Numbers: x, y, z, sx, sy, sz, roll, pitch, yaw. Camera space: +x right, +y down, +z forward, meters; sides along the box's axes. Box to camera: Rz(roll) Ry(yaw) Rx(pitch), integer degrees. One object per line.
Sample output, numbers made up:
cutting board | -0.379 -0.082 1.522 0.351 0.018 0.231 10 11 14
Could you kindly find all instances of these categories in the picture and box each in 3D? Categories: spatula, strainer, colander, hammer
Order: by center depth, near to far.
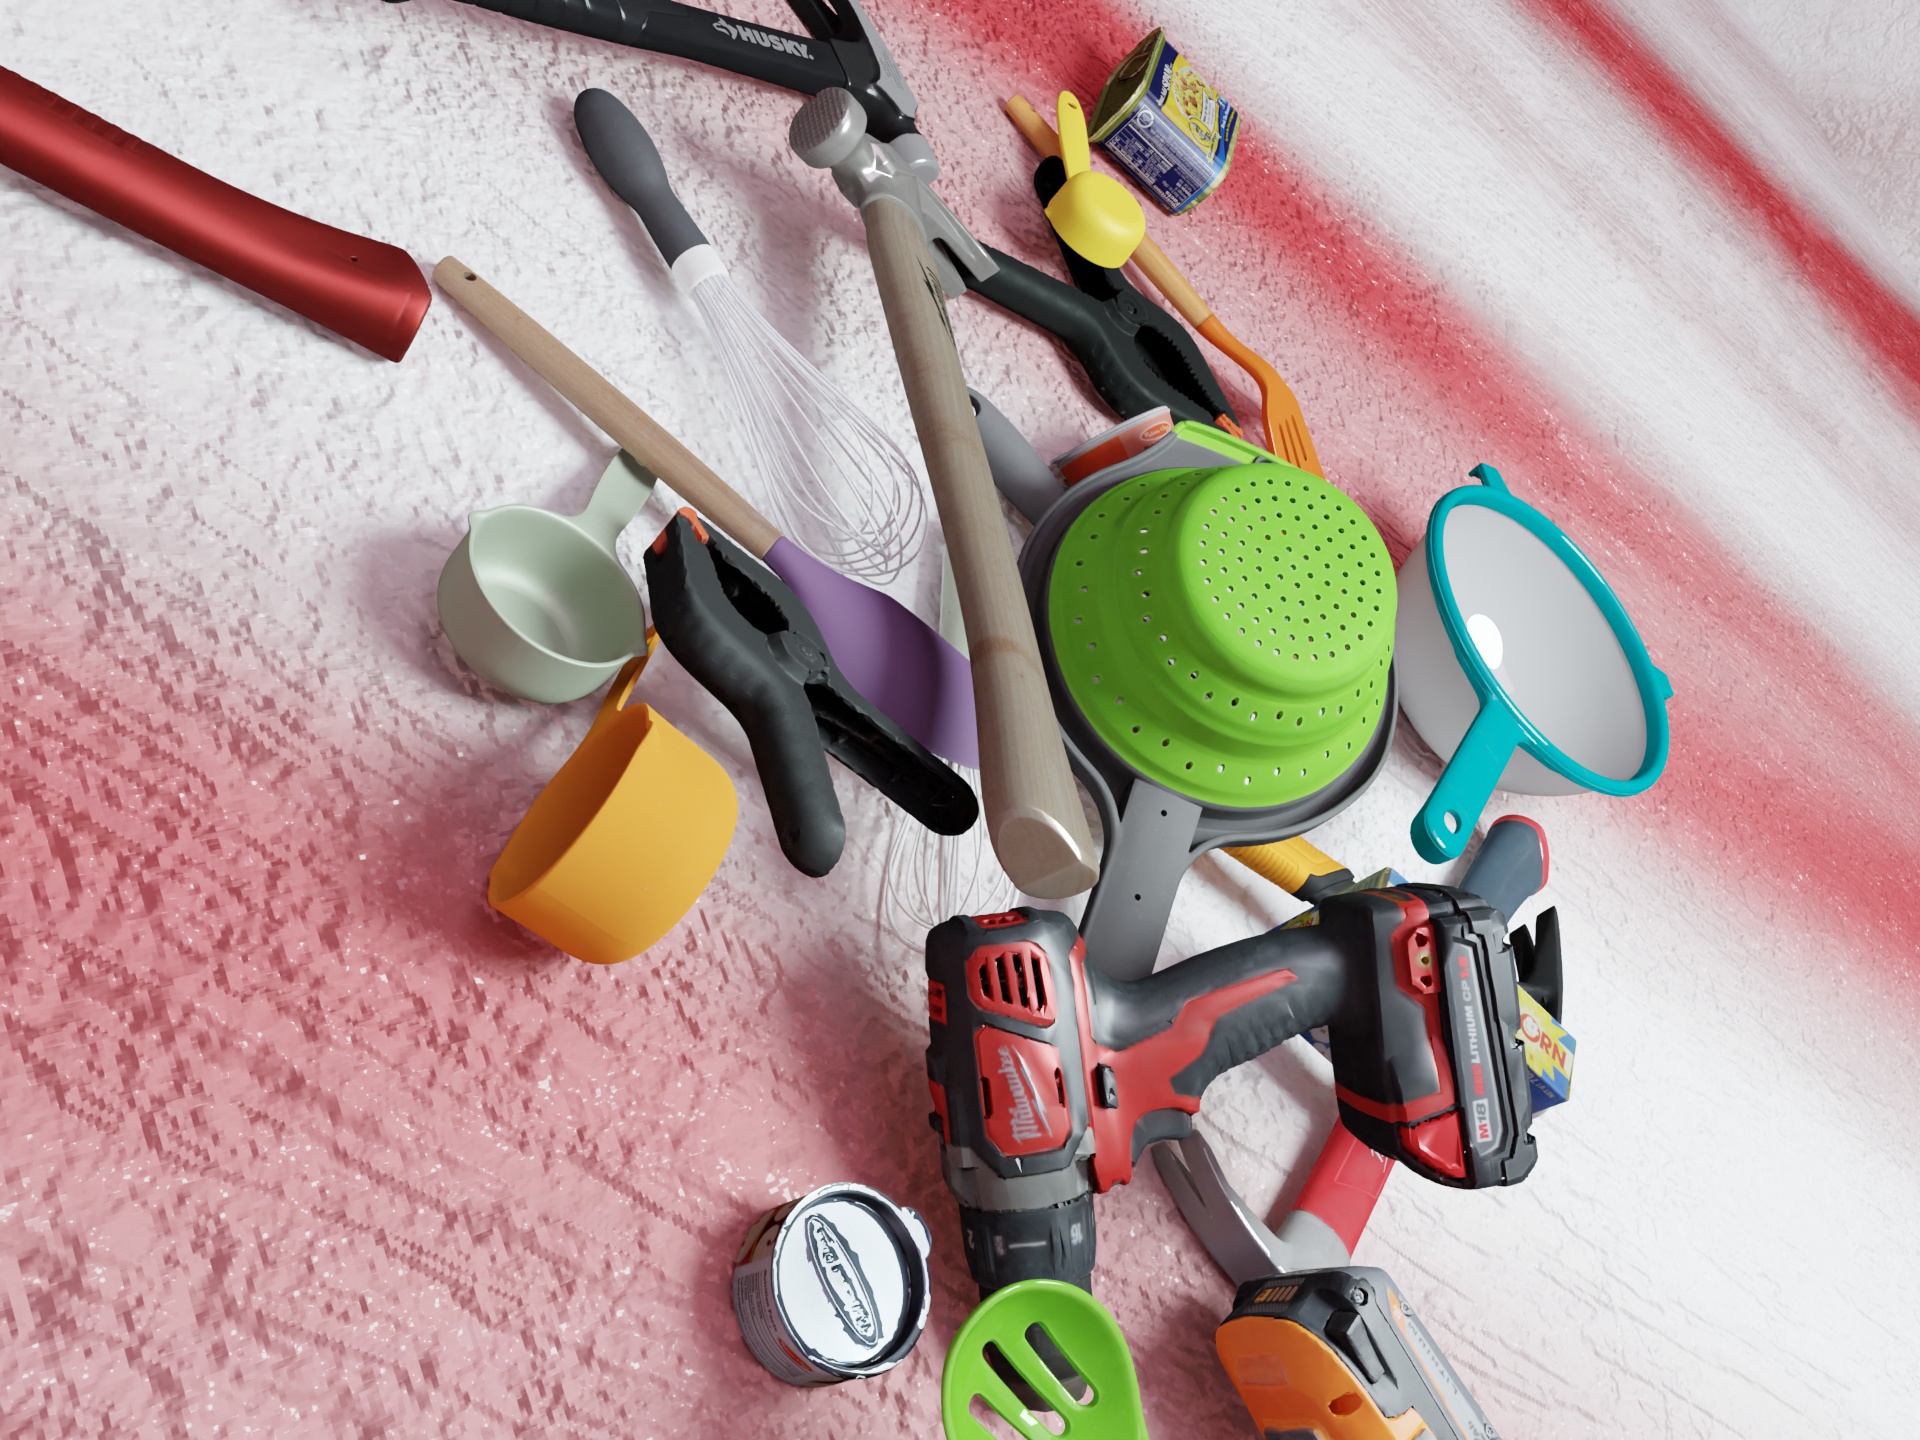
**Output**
hammer | -0.364 -0.219 0.554 0.358 0.036 0.149 26 51 -26
spatula | -0.101 -0.089 0.680 0.316 0.018 0.060 41 48 -2
colander | 0.105 0.018 0.701 0.204 0.094 0.397 24 65 -7
hammer | 0.005 -0.106 0.718 0.146 0.038 0.411 33 37 -50
hammer | -0.151 -0.349 0.787 0.334 0.035 0.146 -9 71 -49
hammer | 0.163 0.062 0.793 0.336 0.034 0.127 34 44 -8
hammer | 0.229 0.150 0.827 0.143 0.038 0.386 49 45 -3
strainer | 0.297 -0.002 0.931 0.211 0.095 0.340 49 44 -3
spatula | 0.131 -0.263 1.001 0.322 0.041 0.081 50 37 2

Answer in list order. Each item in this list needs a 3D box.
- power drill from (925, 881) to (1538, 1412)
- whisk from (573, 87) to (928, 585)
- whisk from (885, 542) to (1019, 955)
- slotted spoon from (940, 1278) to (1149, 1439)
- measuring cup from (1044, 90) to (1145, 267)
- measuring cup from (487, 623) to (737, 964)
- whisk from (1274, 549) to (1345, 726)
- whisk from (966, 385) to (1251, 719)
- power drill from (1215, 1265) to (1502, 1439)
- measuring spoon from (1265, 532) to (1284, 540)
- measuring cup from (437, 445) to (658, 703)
power drill | 0.101 0.158 0.622 0.226 0.080 0.188 -6 88 -10
whisk | -0.105 -0.182 0.740 0.070 0.070 0.285 -23 76 -45
whisk | -0.001 -0.002 0.725 0.057 0.059 0.247 66 20 -51
slotted spoon | 0.100 0.308 0.527 0.070 0.031 0.313 -42 95 -25
measuring cup | 0.078 -0.336 0.955 0.062 0.029 0.157 16 52 -28
measuring cup | -0.117 0.020 0.599 0.052 0.095 0.174 41 27 -20
whisk | 0.187 -0.045 0.876 0.051 0.047 0.245 38 34 -4
whisk | 0.067 -0.080 0.828 0.239 0.055 0.055 51 44 4
power drill | 0.095 0.304 0.586 0.226 0.084 0.164 -34 89 -37
measuring spoon | 0.169 -0.156 0.981 0.021 0.011 0.117 -8 67 -54
measuring cup | -0.157 -0.067 0.644 0.083 0.038 0.168 39 30 -18
